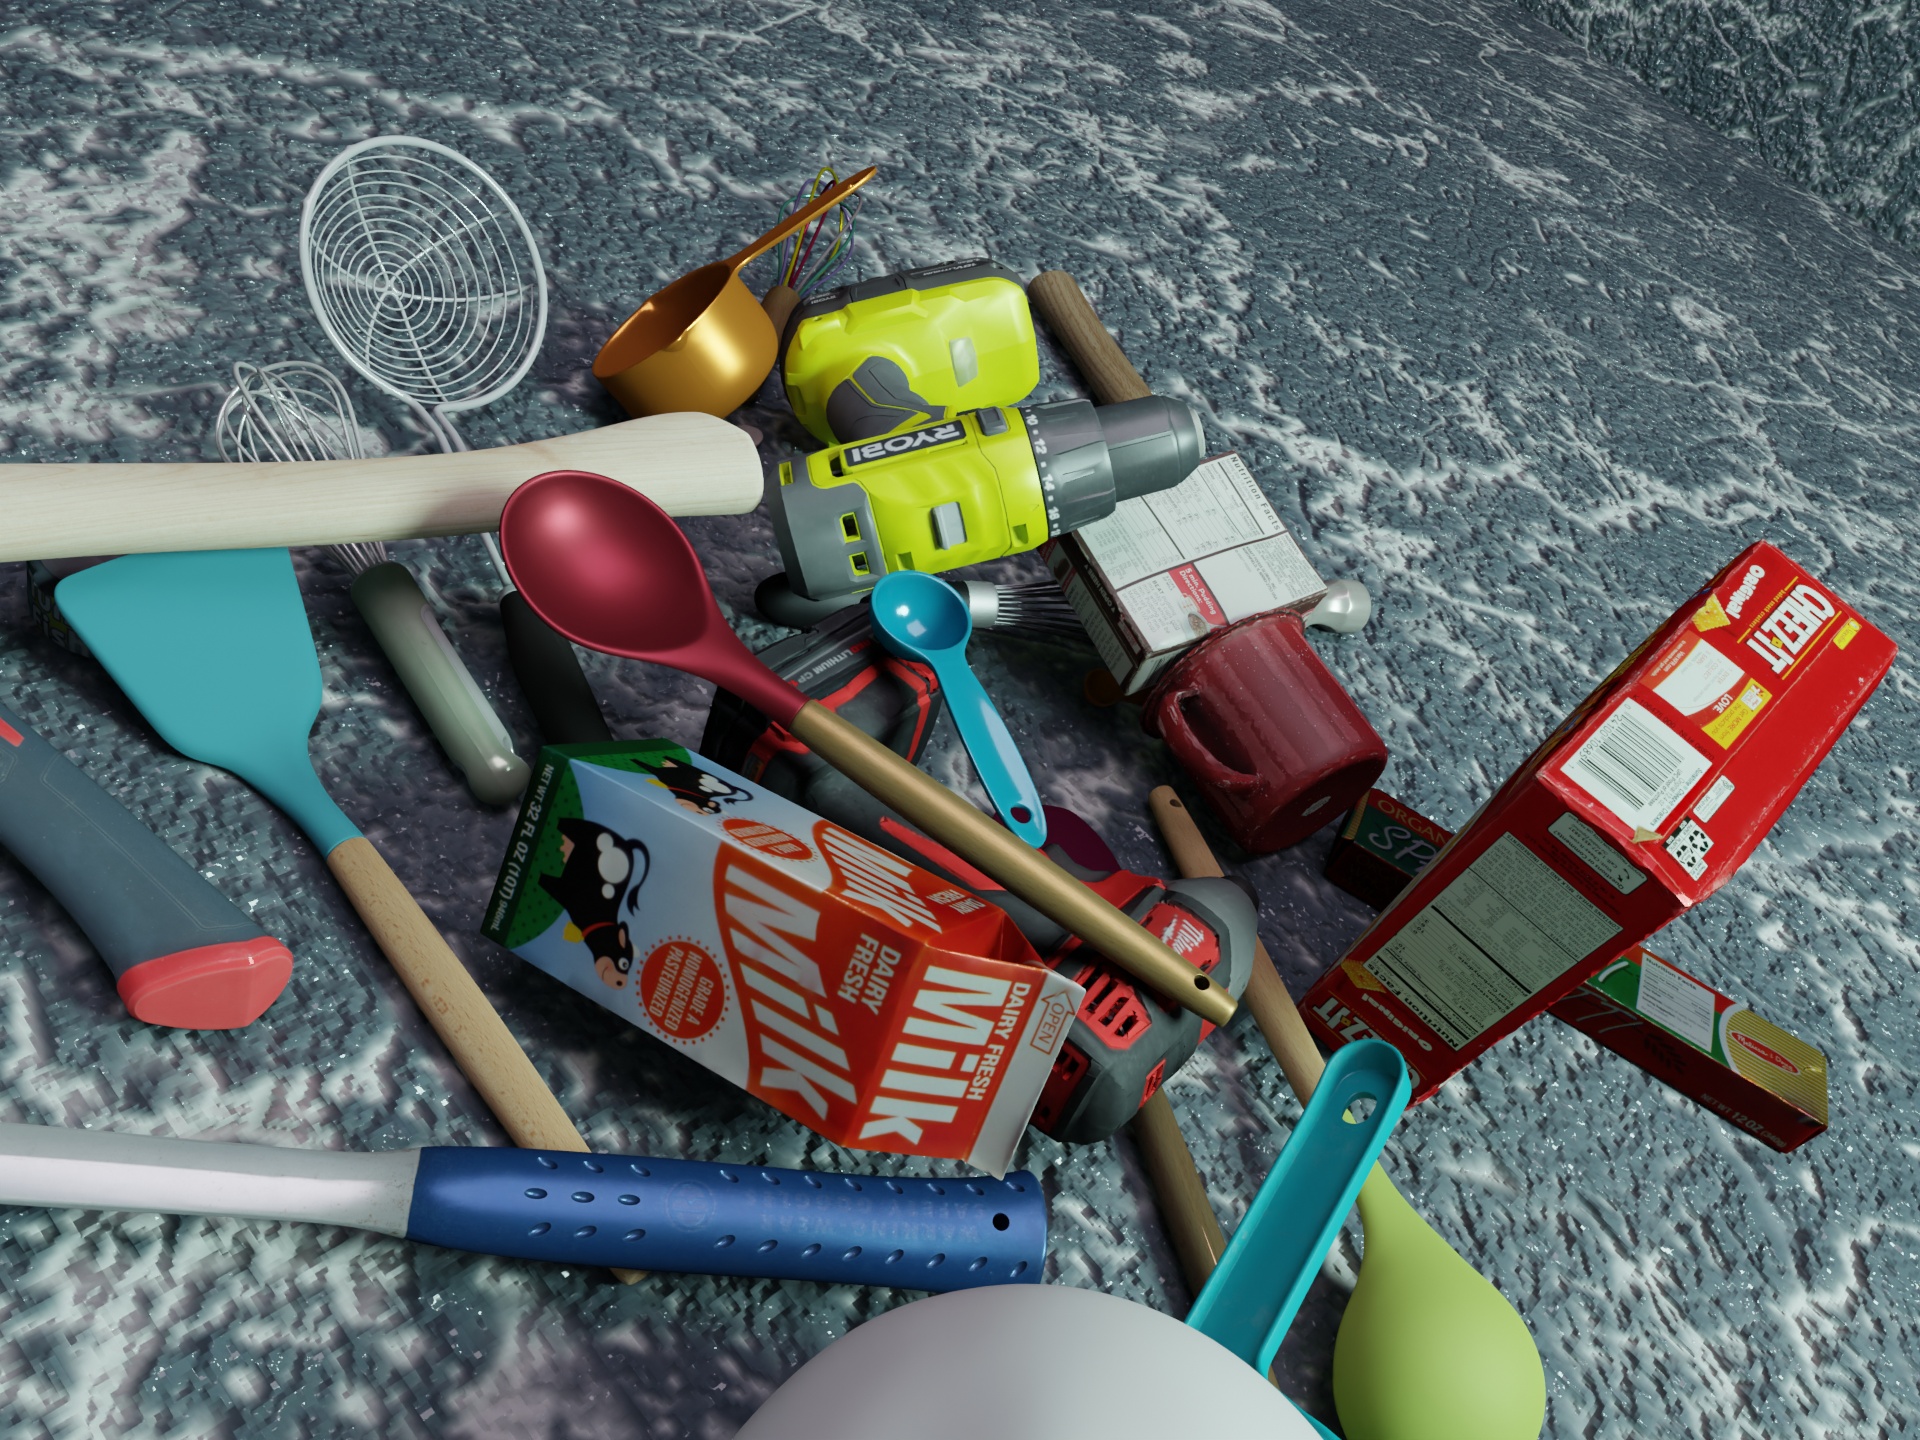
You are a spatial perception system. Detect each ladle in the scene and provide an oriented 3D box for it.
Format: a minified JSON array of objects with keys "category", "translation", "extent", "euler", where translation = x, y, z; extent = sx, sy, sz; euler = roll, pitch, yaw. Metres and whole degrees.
[{"category":"ladle","translation":[0.132,0.145,0.635],"extent":[0.078,0.062,0.321],"euler":[2,39,-21]},{"category":"ladle","translation":[-0.035,0.012,0.567],"extent":[0.315,0.031,0.069],"euler":[35,55,8]}]

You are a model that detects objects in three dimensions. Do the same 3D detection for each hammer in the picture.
[{"category":"hammer","translation":[-0.168,0.140,0.452],"extent":[0.405,0.035,0.144],"euler":[10,51,-17]},{"category":"hammer","translation":[0.115,-0.171,0.965],"extent":[0.130,0.031,0.332],"euler":[-1,47,-30]},{"category":"hammer","translation":[-0.367,-0.032,0.551],"extent":[0.386,0.038,0.143],"euler":[36,39,11]},{"category":"hammer","translation":[-0.260,-0.071,0.576],"extent":[0.410,0.038,0.146],"euler":[-9,55,-31]}]

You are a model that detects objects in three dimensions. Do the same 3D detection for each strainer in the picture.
[{"category":"strainer","translation":[0.040,0.172,0.409],"extent":[0.211,0.095,0.340],"euler":[3,34,38]}]

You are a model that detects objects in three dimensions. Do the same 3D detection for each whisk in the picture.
[{"category":"whisk","translation":[-0.101,-0.261,0.937],"extent":[0.051,0.047,0.245],"euler":[22,43,-8]},{"category":"whisk","translation":[-0.239,-0.062,0.648],"extent":[0.059,0.057,0.246],"euler":[-34,68,-9]},{"category":"whisk","translation":[0.038,-0.056,0.783],"extent":[0.284,0.070,0.070],"euler":[0,46,-22]}]

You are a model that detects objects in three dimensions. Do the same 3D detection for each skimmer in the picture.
[{"category":"skimmer","translation":[-0.195,-0.115,0.689],"extent":[0.127,0.090,0.364],"euler":[9,41,-47]}]

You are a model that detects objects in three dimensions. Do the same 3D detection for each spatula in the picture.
[{"category":"spatula","translation":[-0.197,0.057,0.541],"extent":[0.082,0.044,0.318],"euler":[-26,63,-38]}]

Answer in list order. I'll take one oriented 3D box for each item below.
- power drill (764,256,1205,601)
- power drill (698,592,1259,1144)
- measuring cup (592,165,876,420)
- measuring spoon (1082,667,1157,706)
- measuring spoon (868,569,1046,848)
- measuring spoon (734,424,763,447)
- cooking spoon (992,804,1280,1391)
[{"category":"power drill","translation":[0.001,-0.147,0.767],"extent":[0.190,0.080,0.229],"euler":[-14,34,-1]},{"category":"power drill","translation":[0.012,0.051,0.622],"extent":[0.220,0.078,0.143],"euler":[38,43,19]},{"category":"measuring cup","translation":[-0.101,-0.207,0.798],"extent":[0.052,0.173,0.095],"euler":[53,1,-32]},{"category":"measuring spoon","translation":[0.111,-0.010,0.806],"extent":[0.116,0.011,0.021],"euler":[6,71,-26]},{"category":"measuring spoon","translation":[-0.001,-0.002,0.609],"extent":[0.042,0.021,0.129],"euler":[-10,61,-32]},{"category":"measuring spoon","translation":[-0.135,-0.126,0.799],"extent":[0.034,0.018,0.124],"euler":[33,33,9]},{"category":"cooking spoon","translation":[0.073,0.149,0.606],"extent":[0.068,0.017,0.319],"euler":[4,44,-24]}]
